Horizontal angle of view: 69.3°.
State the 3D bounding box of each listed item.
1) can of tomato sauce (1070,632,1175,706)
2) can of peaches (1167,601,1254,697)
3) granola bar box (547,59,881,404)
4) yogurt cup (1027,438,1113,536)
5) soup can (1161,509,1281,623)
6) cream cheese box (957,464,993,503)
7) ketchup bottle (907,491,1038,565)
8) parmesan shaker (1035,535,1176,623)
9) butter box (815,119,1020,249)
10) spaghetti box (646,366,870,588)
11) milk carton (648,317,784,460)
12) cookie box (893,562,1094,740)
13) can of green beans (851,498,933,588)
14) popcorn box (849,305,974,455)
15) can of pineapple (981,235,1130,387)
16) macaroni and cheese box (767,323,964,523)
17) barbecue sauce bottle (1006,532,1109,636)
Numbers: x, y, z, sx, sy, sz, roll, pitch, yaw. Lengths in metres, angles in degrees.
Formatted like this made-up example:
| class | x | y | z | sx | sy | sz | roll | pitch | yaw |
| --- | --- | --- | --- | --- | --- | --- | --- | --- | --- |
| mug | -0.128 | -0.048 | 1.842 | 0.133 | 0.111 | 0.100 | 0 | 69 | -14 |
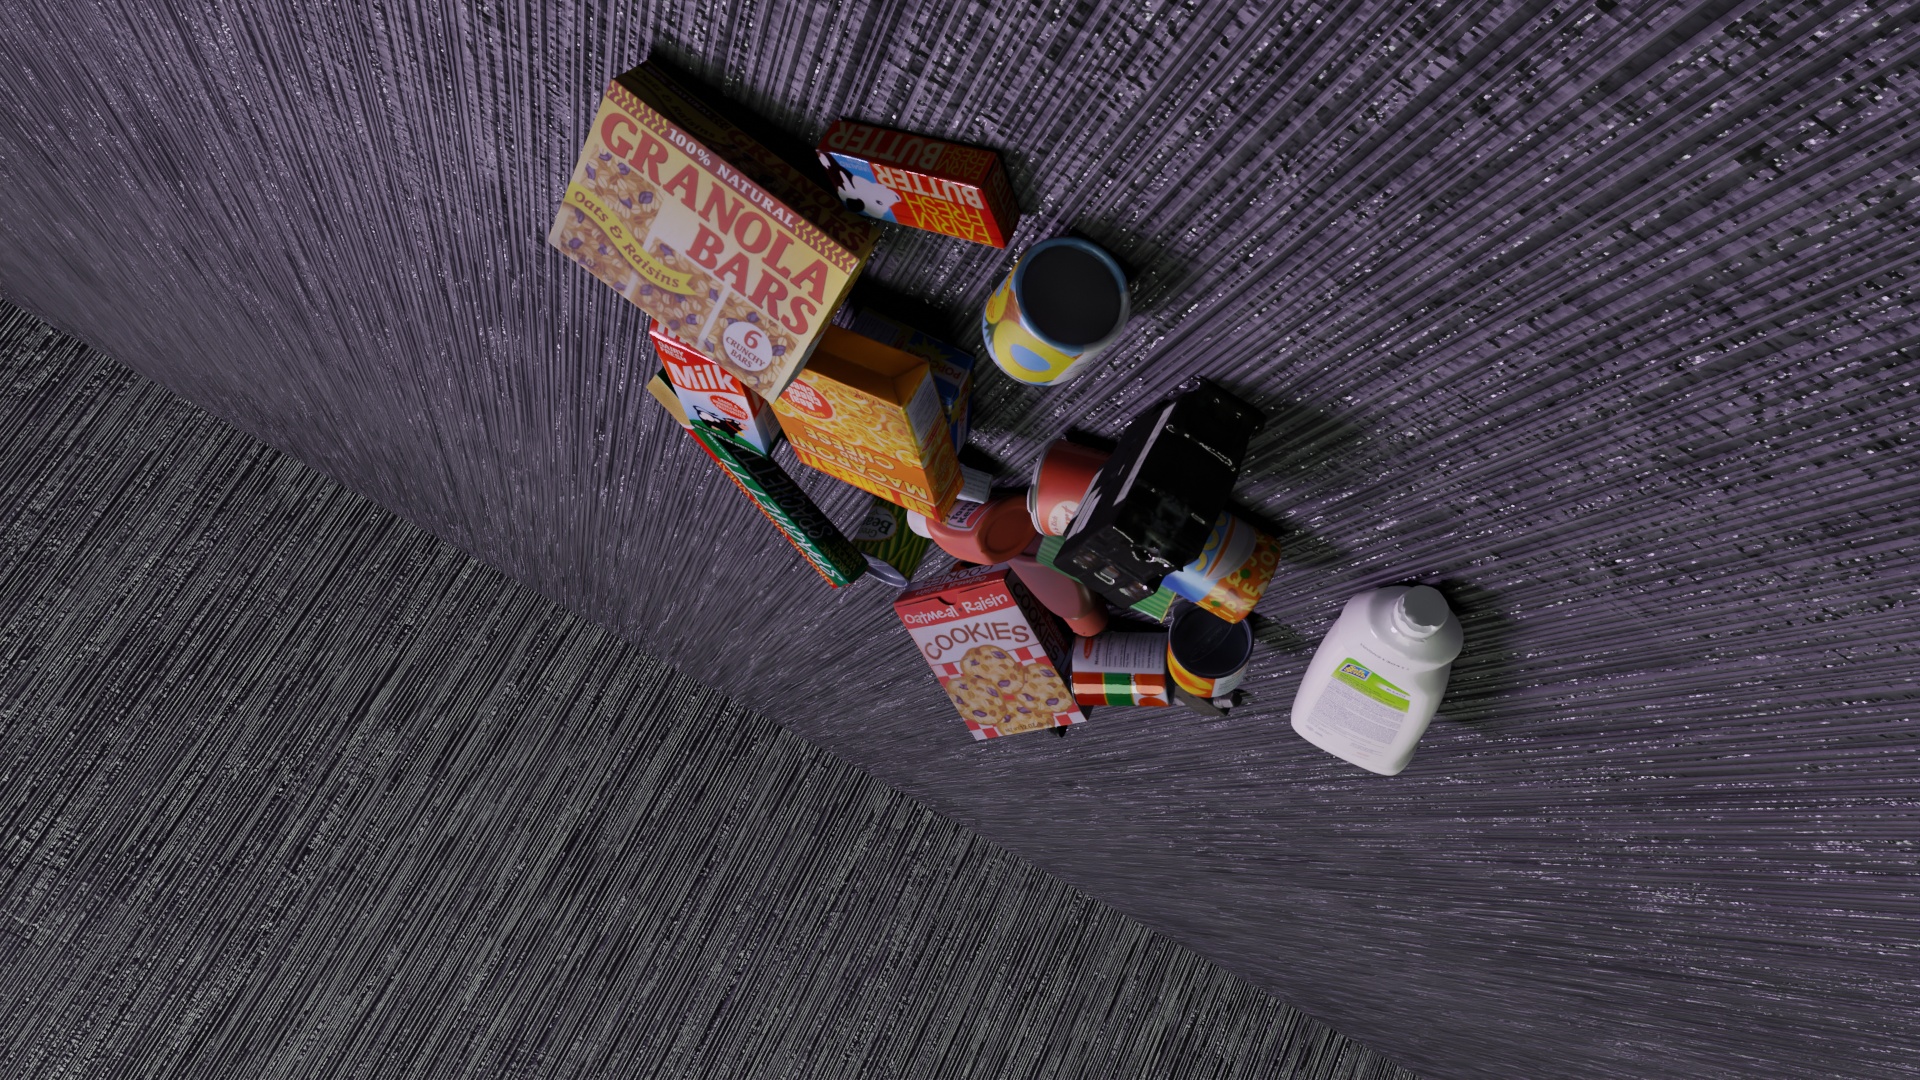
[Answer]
| class | x | y | z | sx | sy | sz | roll | pitch | yaw |
| --- | --- | --- | --- | --- | --- | --- | --- | --- | --- |
| can of tomato sauce | 0.145 | 0.115 | 1.227 | 0.083 | 0.071 | 0.071 | -1 | 153 | 17 |
| can of peaches | 0.197 | 0.085 | 1.109 | 0.071 | 0.071 | 0.058 | 23 | 162 | 15 |
| granola bar box | -0.143 | -0.175 | 0.803 | 0.165 | 0.039 | 0.123 | 36 | 131 | -3 |
| yogurt cup | 0.085 | -0.033 | 0.946 | 0.054 | 0.072 | 0.072 | 9 | 156 | 26 |
| soup can | 0.165 | 0.007 | 0.937 | 0.084 | 0.071 | 0.071 | 28 | 162 | -4 |
| cream cheese box | -0.031 | -0.054 | 1.061 | 0.104 | 0.024 | 0.053 | 17 | 180 | -18 |
| ketchup bottle | 0.004 | -0.014 | 1.126 | 0.043 | 0.065 | 0.149 | 59 | 160 | -19 |
| parmesan shaker | 0.113 | 0.009 | 1.009 | 0.103 | 0.071 | 0.071 | 26 | 162 | 8 |
| butter box | -0.021 | -0.188 | 0.732 | 0.103 | 0.024 | 0.053 | 19 | 161 | 26 |
| spaghetti box | -0.176 | -0.056 | 1.215 | 0.250 | 0.029 | 0.050 | 48 | 159 | -10 |
| milk carton | -0.165 | -0.138 | 1.002 | 0.072 | 0.073 | 0.190 | 25 | 162 | 9 |
| cookie box | 0.032 | 0.102 | 1.272 | 0.122 | 0.040 | 0.167 | -15 | 117 | 32 |
| can of green beans | -0.063 | 0.002 | 1.270 | 0.071 | 0.058 | 0.071 | 25 | 162 | 9 |
| popcorn box | -0.037 | -0.103 | 0.968 | 0.085 | 0.038 | 0.126 | 26 | 163 | 8 |
| can of pineapple | 0.049 | -0.123 | 0.742 | 0.071 | 0.071 | 0.057 | 30 | 162 | -8 |
| macaroni and cheese box | -0.068 | -0.084 | 0.934 | 0.124 | 0.040 | 0.166 | 24 | 162 | 18 |
| barbecue sauce bottle | 0.085 | 0.034 | 1.167 | 0.065 | 0.044 | 0.148 | 13 | 158 | 31 |
